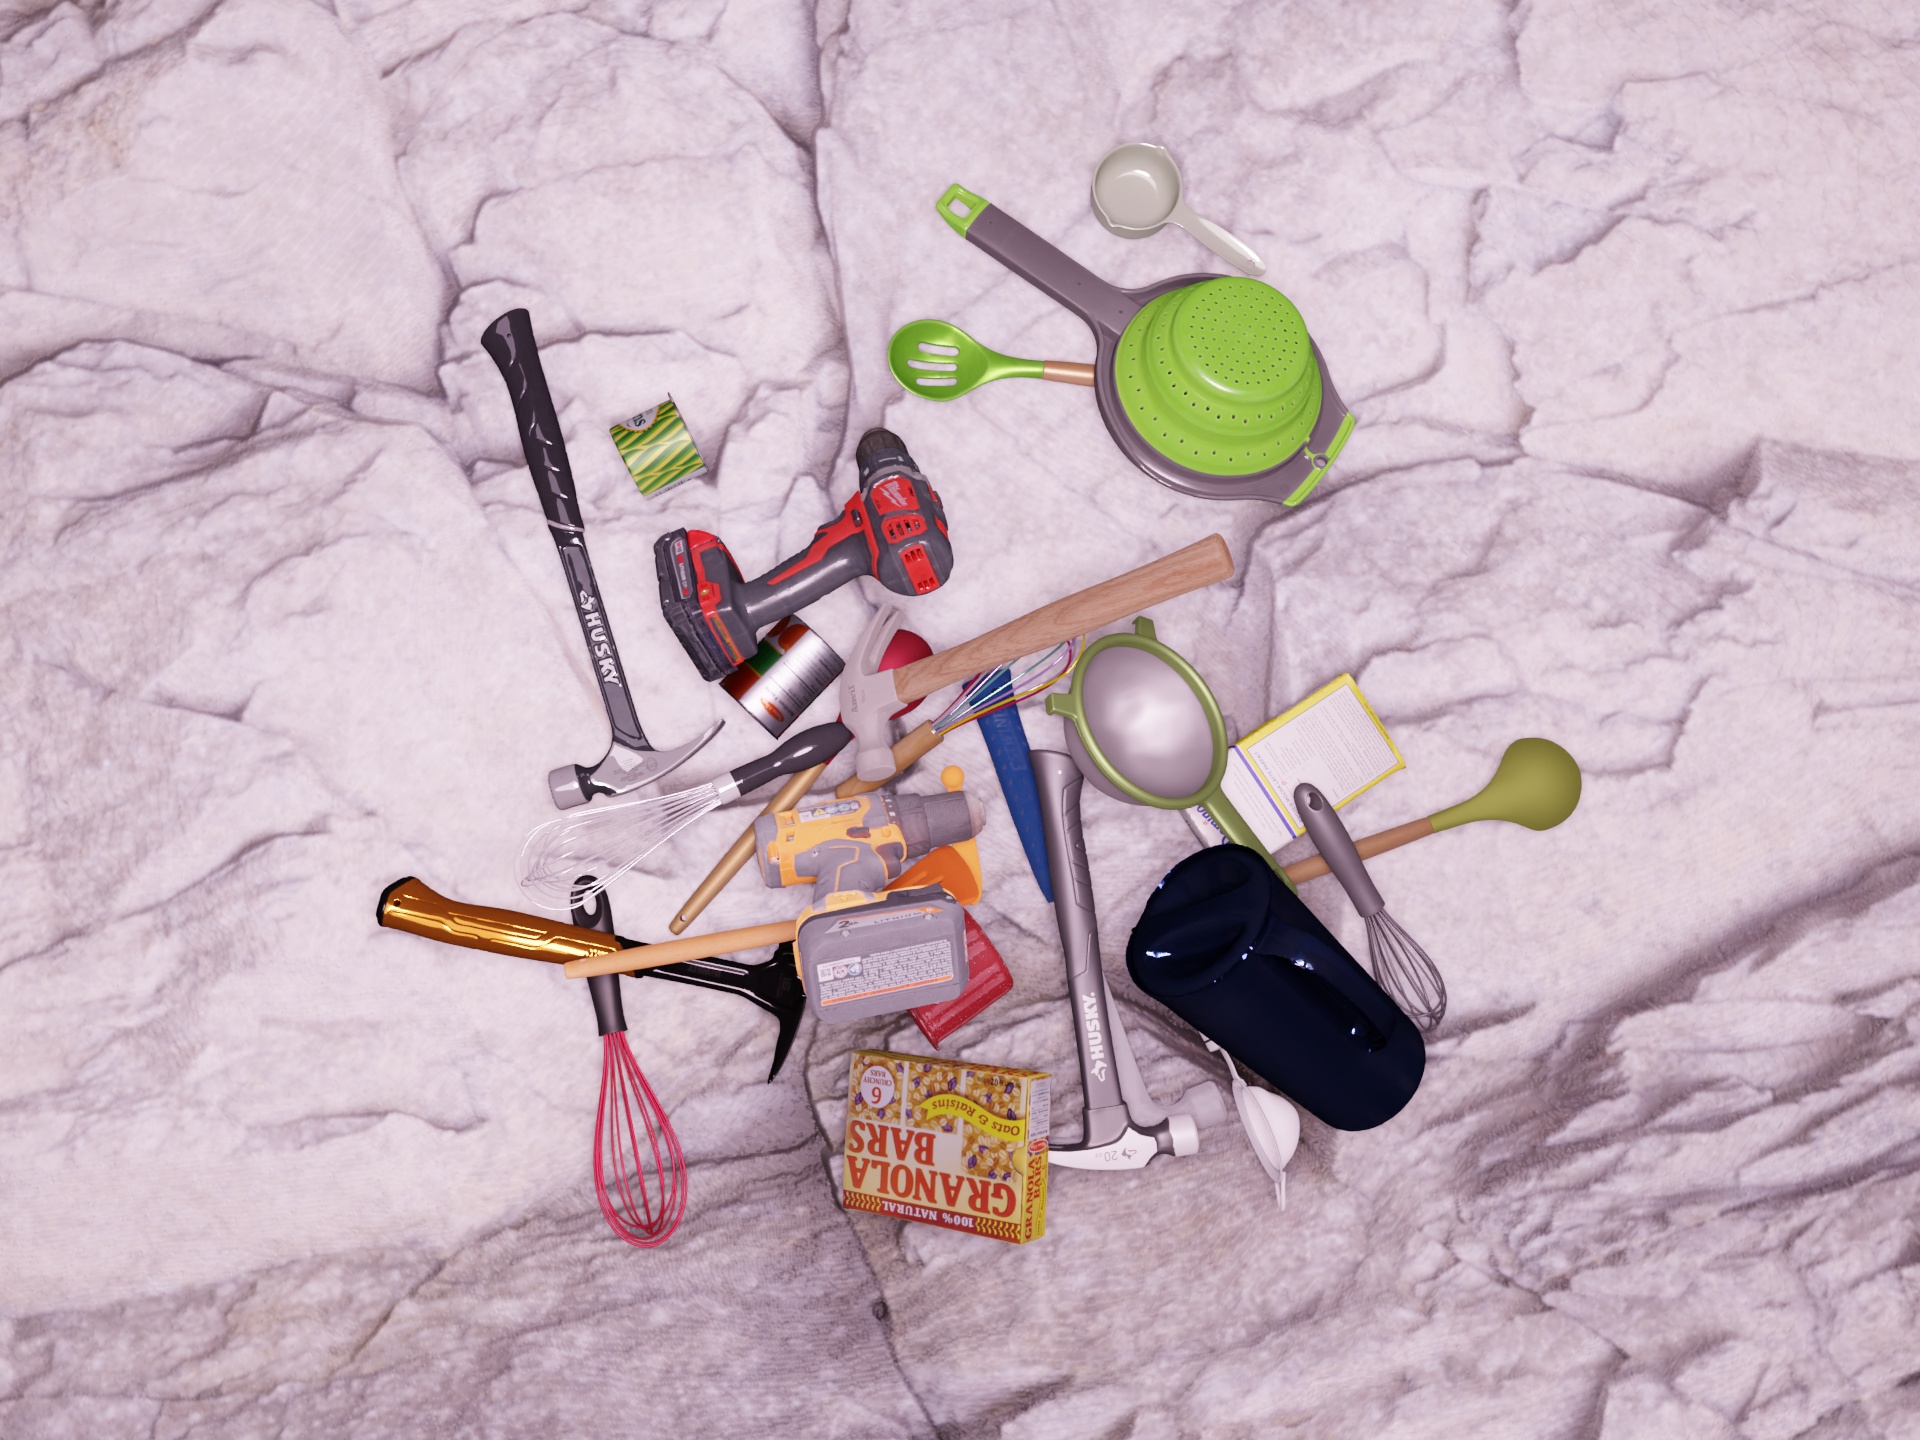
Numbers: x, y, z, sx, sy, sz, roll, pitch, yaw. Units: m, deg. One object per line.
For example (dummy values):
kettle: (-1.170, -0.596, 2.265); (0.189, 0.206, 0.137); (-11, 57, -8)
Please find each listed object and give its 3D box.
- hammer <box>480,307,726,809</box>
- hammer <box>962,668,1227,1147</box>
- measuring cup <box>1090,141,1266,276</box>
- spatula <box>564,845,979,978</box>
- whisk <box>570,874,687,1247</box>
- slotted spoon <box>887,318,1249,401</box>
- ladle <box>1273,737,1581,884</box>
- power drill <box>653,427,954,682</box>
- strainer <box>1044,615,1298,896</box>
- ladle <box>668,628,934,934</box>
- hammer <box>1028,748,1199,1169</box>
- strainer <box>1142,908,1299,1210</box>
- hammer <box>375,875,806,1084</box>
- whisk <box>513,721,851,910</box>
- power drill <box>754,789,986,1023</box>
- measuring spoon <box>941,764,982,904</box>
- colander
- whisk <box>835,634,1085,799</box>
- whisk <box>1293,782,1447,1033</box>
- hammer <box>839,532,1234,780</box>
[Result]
hammer: (-0.312, -0.141, 1.301); (0.149, 0.036, 0.409); (-17, 86, -5)
hammer: (0.082, 0.156, 1.296); (0.144, 0.035, 0.405); (-19, 87, -4)
measuring cup: (0.184, -0.420, 1.345); (0.167, 0.038, 0.083); (33, 85, -2)
spatula: (-0.147, 0.159, 1.245); (0.322, 0.081, 0.041); (-9, 120, -16)
whisk: (-0.271, 0.267, 1.263); (0.073, 0.073, 0.296); (-12, 80, -4)
slotted spoon: (0.094, -0.290, 1.336); (0.313, 0.031, 0.070); (5, 83, -4)
ladle: (0.361, 0.095, 1.318); (0.320, 0.062, 0.078); (-20, 89, 3)
power drill: (-0.124, -0.142, 1.264); (0.226, 0.080, 0.188); (-22, 43, 4)
strainer: (0.167, 0.052, 1.258); (0.256, 0.069, 0.151); (51, 48, -2)
ladle: (-0.132, 0.051, 1.300); (0.069, 0.031, 0.315); (40, 87, 2)
hammer: (0.091, 0.187, 1.259); (0.146, 0.035, 0.335); (-8, 86, -5)
strainer: (0.213, 0.265, 1.281); (0.050, 0.086, 0.258); (-27, 77, -9)
hammer: (-0.285, 0.188, 1.241); (0.336, 0.034, 0.127); (14, 67, -9)
whisk: (-0.213, 0.068, 1.248); (0.284, 0.070, 0.070); (-25, 87, -13)
power drill: (-0.052, 0.123, 1.202); (0.185, 0.226, 0.084); (-10, 117, -10)
measuring spoon: (0.002, 0.094, 1.309); (0.021, 0.011, 0.117); (-9, 86, -3)
colander: (0.150, -0.337, 1.293); (0.397, 0.094, 0.204); (36, 73, 4)
whisk: (-0.001, -0.003, 1.272); (0.245, 0.051, 0.047); (-36, 86, 13)
whisk: (0.329, 0.153, 1.285); (0.055, 0.055, 0.239); (-32, 99, -5)
hammer: (0.050, -0.067, 1.215); (0.331, 0.031, 0.130); (-22, 66, 21)
